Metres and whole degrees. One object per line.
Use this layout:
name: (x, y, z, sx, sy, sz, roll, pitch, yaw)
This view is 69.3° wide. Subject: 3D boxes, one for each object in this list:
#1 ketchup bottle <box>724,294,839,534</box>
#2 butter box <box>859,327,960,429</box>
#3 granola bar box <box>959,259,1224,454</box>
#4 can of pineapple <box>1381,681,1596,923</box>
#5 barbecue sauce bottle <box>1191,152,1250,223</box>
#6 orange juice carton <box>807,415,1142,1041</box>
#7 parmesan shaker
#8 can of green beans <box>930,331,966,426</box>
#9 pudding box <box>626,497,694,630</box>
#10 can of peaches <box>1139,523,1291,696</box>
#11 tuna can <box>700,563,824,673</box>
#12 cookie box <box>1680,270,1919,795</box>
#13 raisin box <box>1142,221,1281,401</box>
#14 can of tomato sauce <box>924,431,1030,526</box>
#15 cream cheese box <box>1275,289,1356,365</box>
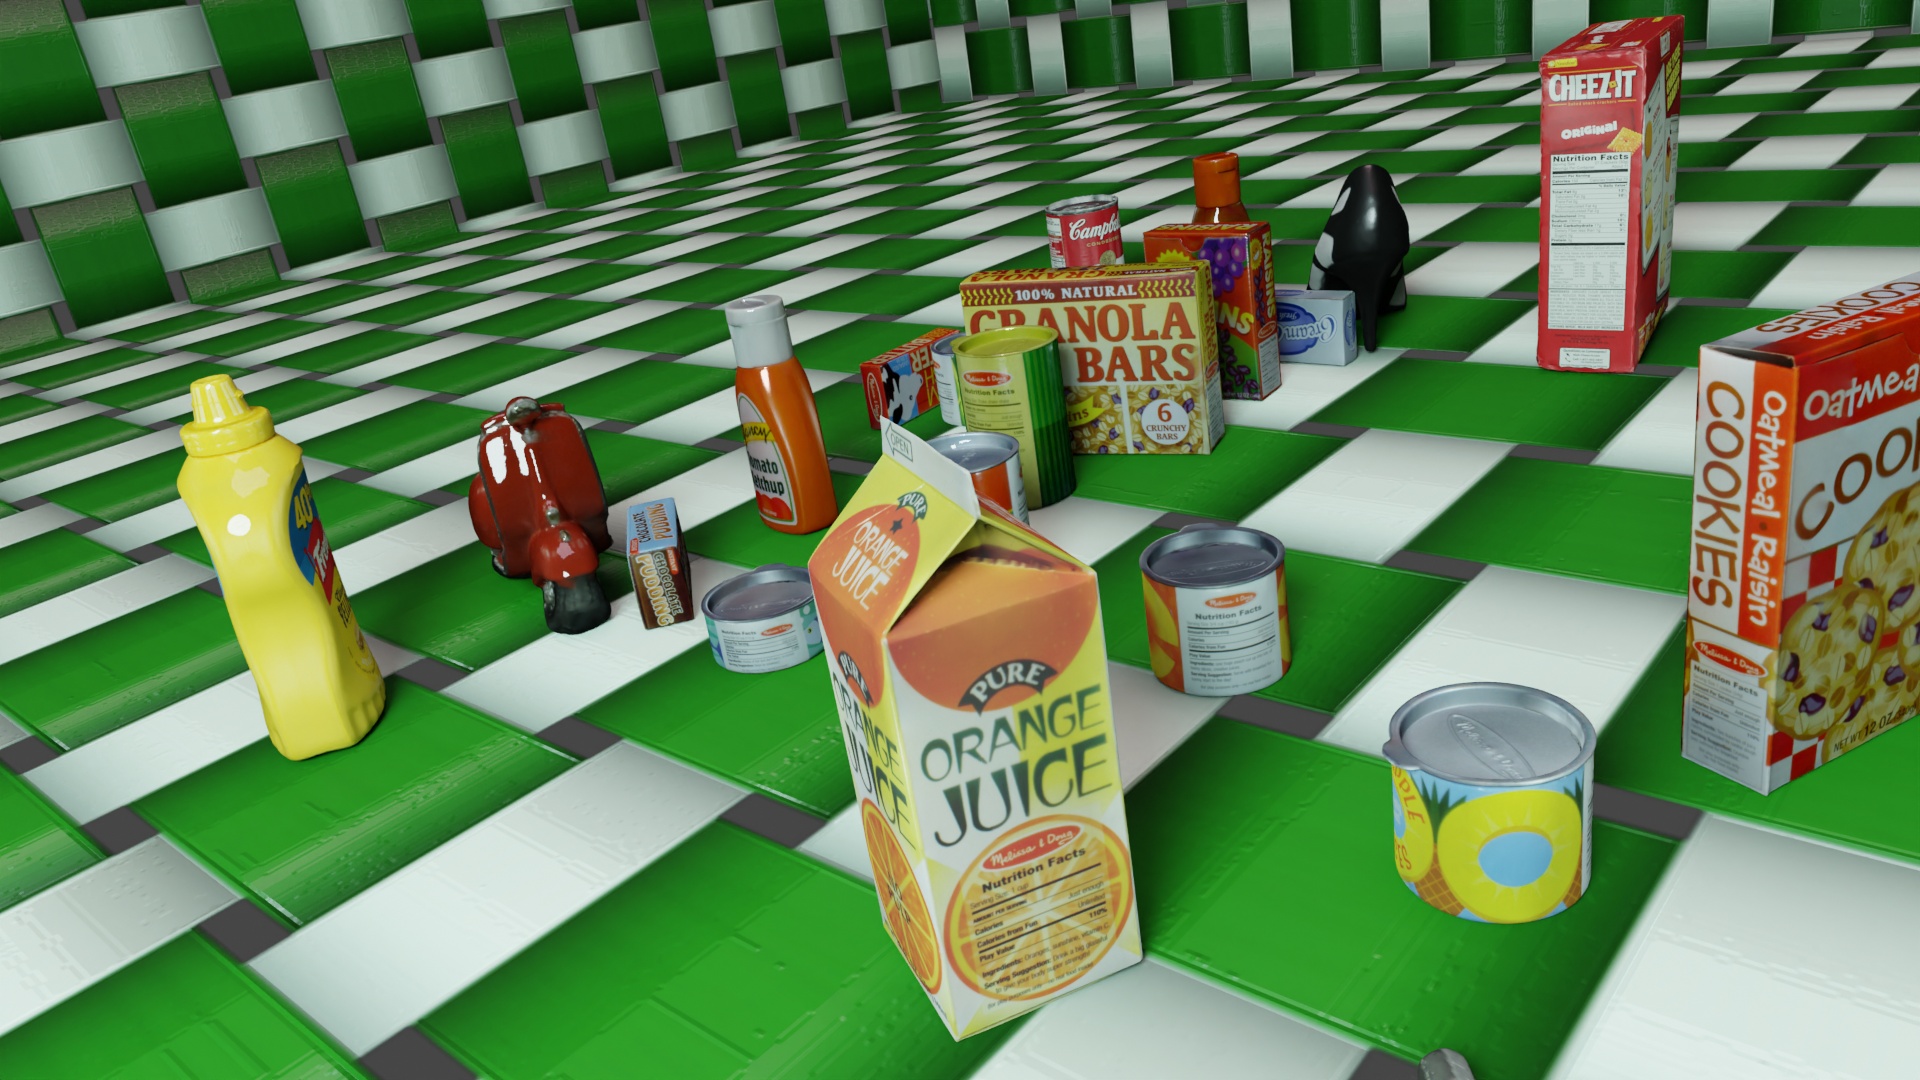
ketchup bottle: (-0.116, -0.080, 0.885, 0.044, 0.148, 0.065, -24, 26, -32)
butter box: (-0.035, -0.128, 1.091, 0.024, 0.053, 0.104, 8, 28, 37)
granola bar box: (0.088, -0.121, 0.935, 0.165, 0.123, 0.039, 2, 25, 25)
can of pineapple: (0.182, 0.090, 0.483, 0.071, 0.057, 0.071, -8, 22, 3)
barbecue sauce bottle: (0.214, -0.239, 1.136, 0.065, 0.148, 0.044, -16, 23, -16)
orange juice carton: (0.003, 0.057, 0.457, 0.073, 0.191, 0.072, -17, 23, -18)
parmesan shaker: (0.033, -0.078, 0.882, 0.071, 0.102, 0.071, -8, 22, 3)
can of green beans: (0.014, -0.124, 1.057, 0.071, 0.057, 0.071, -8, 22, 3)
pudding box: (-0.177, 0.012, 0.818, 0.030, 0.049, 0.084, -13, 23, -8)
can of peaches: (0.119, 0.031, 0.647, 0.071, 0.057, 0.071, -8, 22, 3)
tuna can: (-0.102, 0.041, 0.743, 0.071, 0.032, 0.071, -8, 23, 3)
cookie box: (0.327, -0.005, 0.511, 0.123, 0.166, 0.040, -18, 24, -21)
raisin box: (0.183, -0.167, 1.008, 0.086, 0.123, 0.040, 9, 29, 38)
can of tomato sauce: (0.003, -0.009, 0.756, 0.071, 0.082, 0.071, -8, 22, 3)
cream cheese box: (0.252, -0.165, 1.068, 0.104, 0.053, 0.024, 10, 29, 38)
